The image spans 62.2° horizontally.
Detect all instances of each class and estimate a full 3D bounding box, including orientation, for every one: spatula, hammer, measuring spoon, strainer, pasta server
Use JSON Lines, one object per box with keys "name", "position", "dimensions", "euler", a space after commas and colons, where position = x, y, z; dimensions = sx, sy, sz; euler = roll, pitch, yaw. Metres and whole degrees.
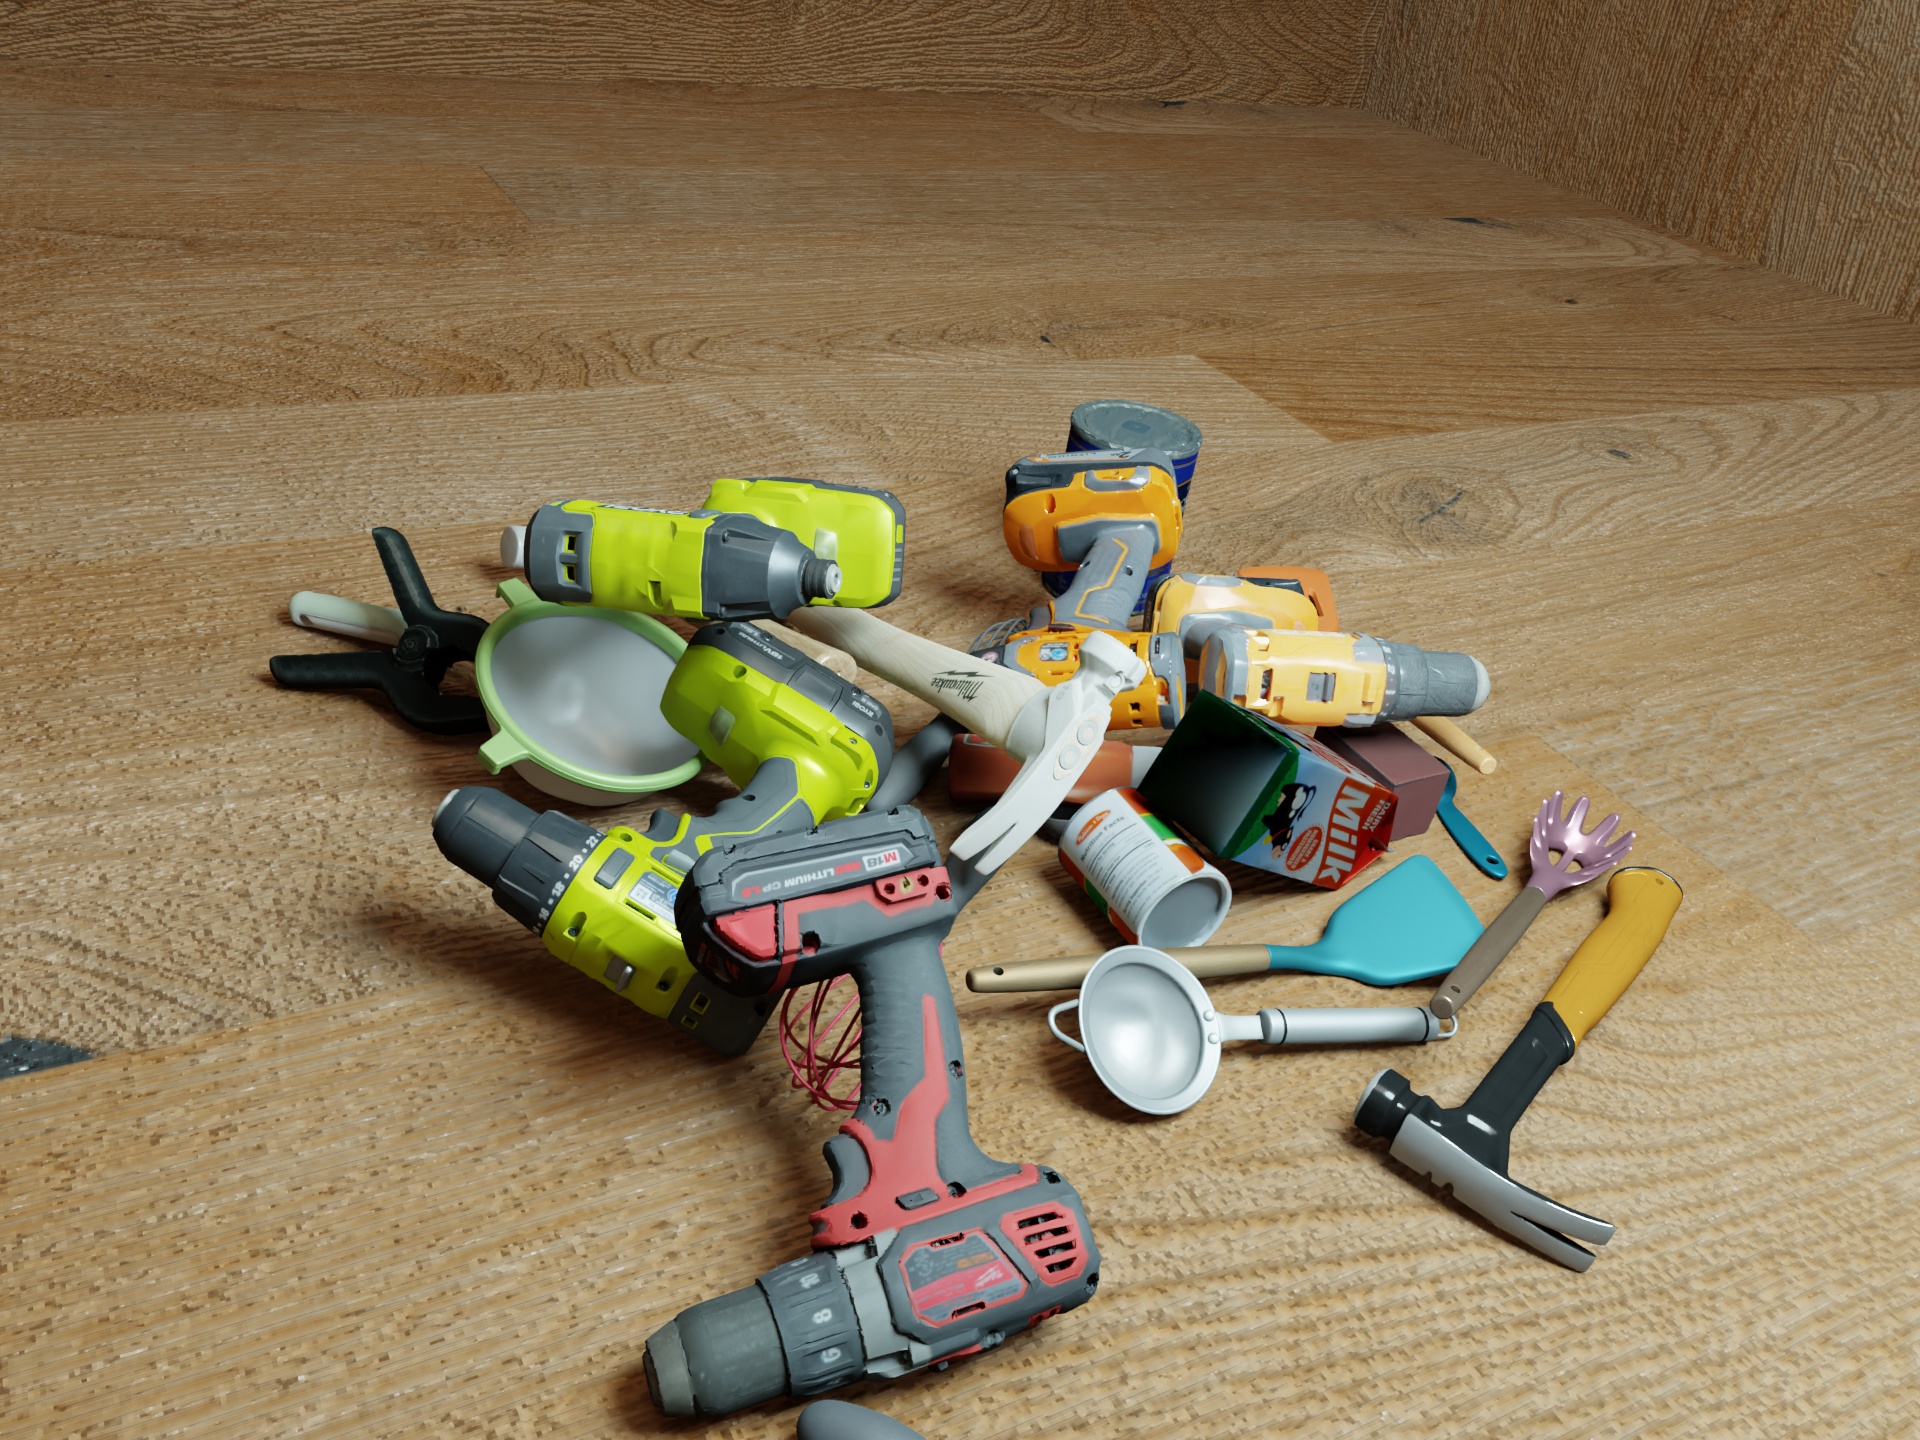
{"name": "spatula", "position": [0.148, 0.123, 0.873], "dimensions": [0.317, 0.044, 0.082], "euler": [-1, 43, -27]}
{"name": "hammer", "position": [-0.177, -0.078, 1.062], "dimensions": [0.130, 0.031, 0.332], "euler": [0, 18, -42]}
{"name": "hammer", "position": [-0.050, -0.036, 1.019], "dimensions": [0.038, 0.146, 0.411], "euler": [40, -6, -36]}
{"name": "measuring spoon", "position": [0.104, 0.063, 1.005], "dimensions": [0.124, 0.018, 0.034], "euler": [-3, 12, -30]}
{"name": "strainer", "position": [-0.176, 0.012, 0.974], "dimensions": [0.256, 0.069, 0.152], "euler": [16, 42, -25]}
{"name": "measuring spoon", "position": [0.332, 0.059, 1.059], "dimensions": [0.042, 0.021, 0.129], "euler": [0, 32, -15]}
{"name": "pasta server", "position": [0.331, 0.106, 0.929], "dimensions": [0.060, 0.040, 0.316], "euler": [33, 28, 23]}
{"name": "hammer", "position": [0.344, 0.166, 0.879], "dimensions": [0.127, 0.034, 0.337], "euler": [32, 37, 25]}
{"name": "strainer", "position": [0.154, 0.163, 0.834], "dimensions": [0.258, 0.050, 0.087], "euler": [3, 64, -21]}
{"name": "spatula", "position": [0.302, -0.043, 1.173], "dimensions": [0.081, 0.041, 0.323], "euler": [-1, 24, -17]}

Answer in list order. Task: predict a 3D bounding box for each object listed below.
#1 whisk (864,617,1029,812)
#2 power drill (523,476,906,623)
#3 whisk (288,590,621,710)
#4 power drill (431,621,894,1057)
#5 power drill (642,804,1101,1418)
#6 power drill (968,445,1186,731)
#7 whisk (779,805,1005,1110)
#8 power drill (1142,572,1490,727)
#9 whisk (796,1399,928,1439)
{"name": "whisk", "position": [-0.003, -0.004, 1.053], "dimensions": [0.055, 0.055, 0.239], "euler": [21, 38, 18]}
{"name": "power drill", "position": [-0.120, -0.096, 0.923], "dimensions": [0.171, 0.080, 0.223], "euler": [7, 12, 16]}
{"name": "whisk", "position": [-0.332, -0.051, 1.040], "dimensions": [0.246, 0.057, 0.059], "euler": [12, 61, 13]}
{"name": "power drill", "position": [-0.147, 0.047, 0.845], "dimensions": [0.190, 0.080, 0.229], "euler": [32, 41, -1]}
{"name": "power drill", "position": [-0.060, 0.165, 0.672], "dimensions": [0.188, 0.080, 0.227], "euler": [-13, 70, -19]}
{"name": "power drill", "position": [0.068, -0.082, 1.054], "dimensions": [0.164, 0.084, 0.227], "euler": [-3, 46, 13]}
{"name": "whisk", "position": [-0.021, 0.114, 0.851], "dimensions": [0.073, 0.073, 0.296], "euler": [18, 27, 13]}
{"name": "power drill", "position": [0.232, -0.045, 1.082], "dimensions": [0.185, 0.084, 0.226], "euler": [2, 13, -10]}
{"name": "whisk", "position": [0.064, 0.311, 0.566], "dimensions": [0.285, 0.070, 0.070], "euler": [19, 33, 22]}
